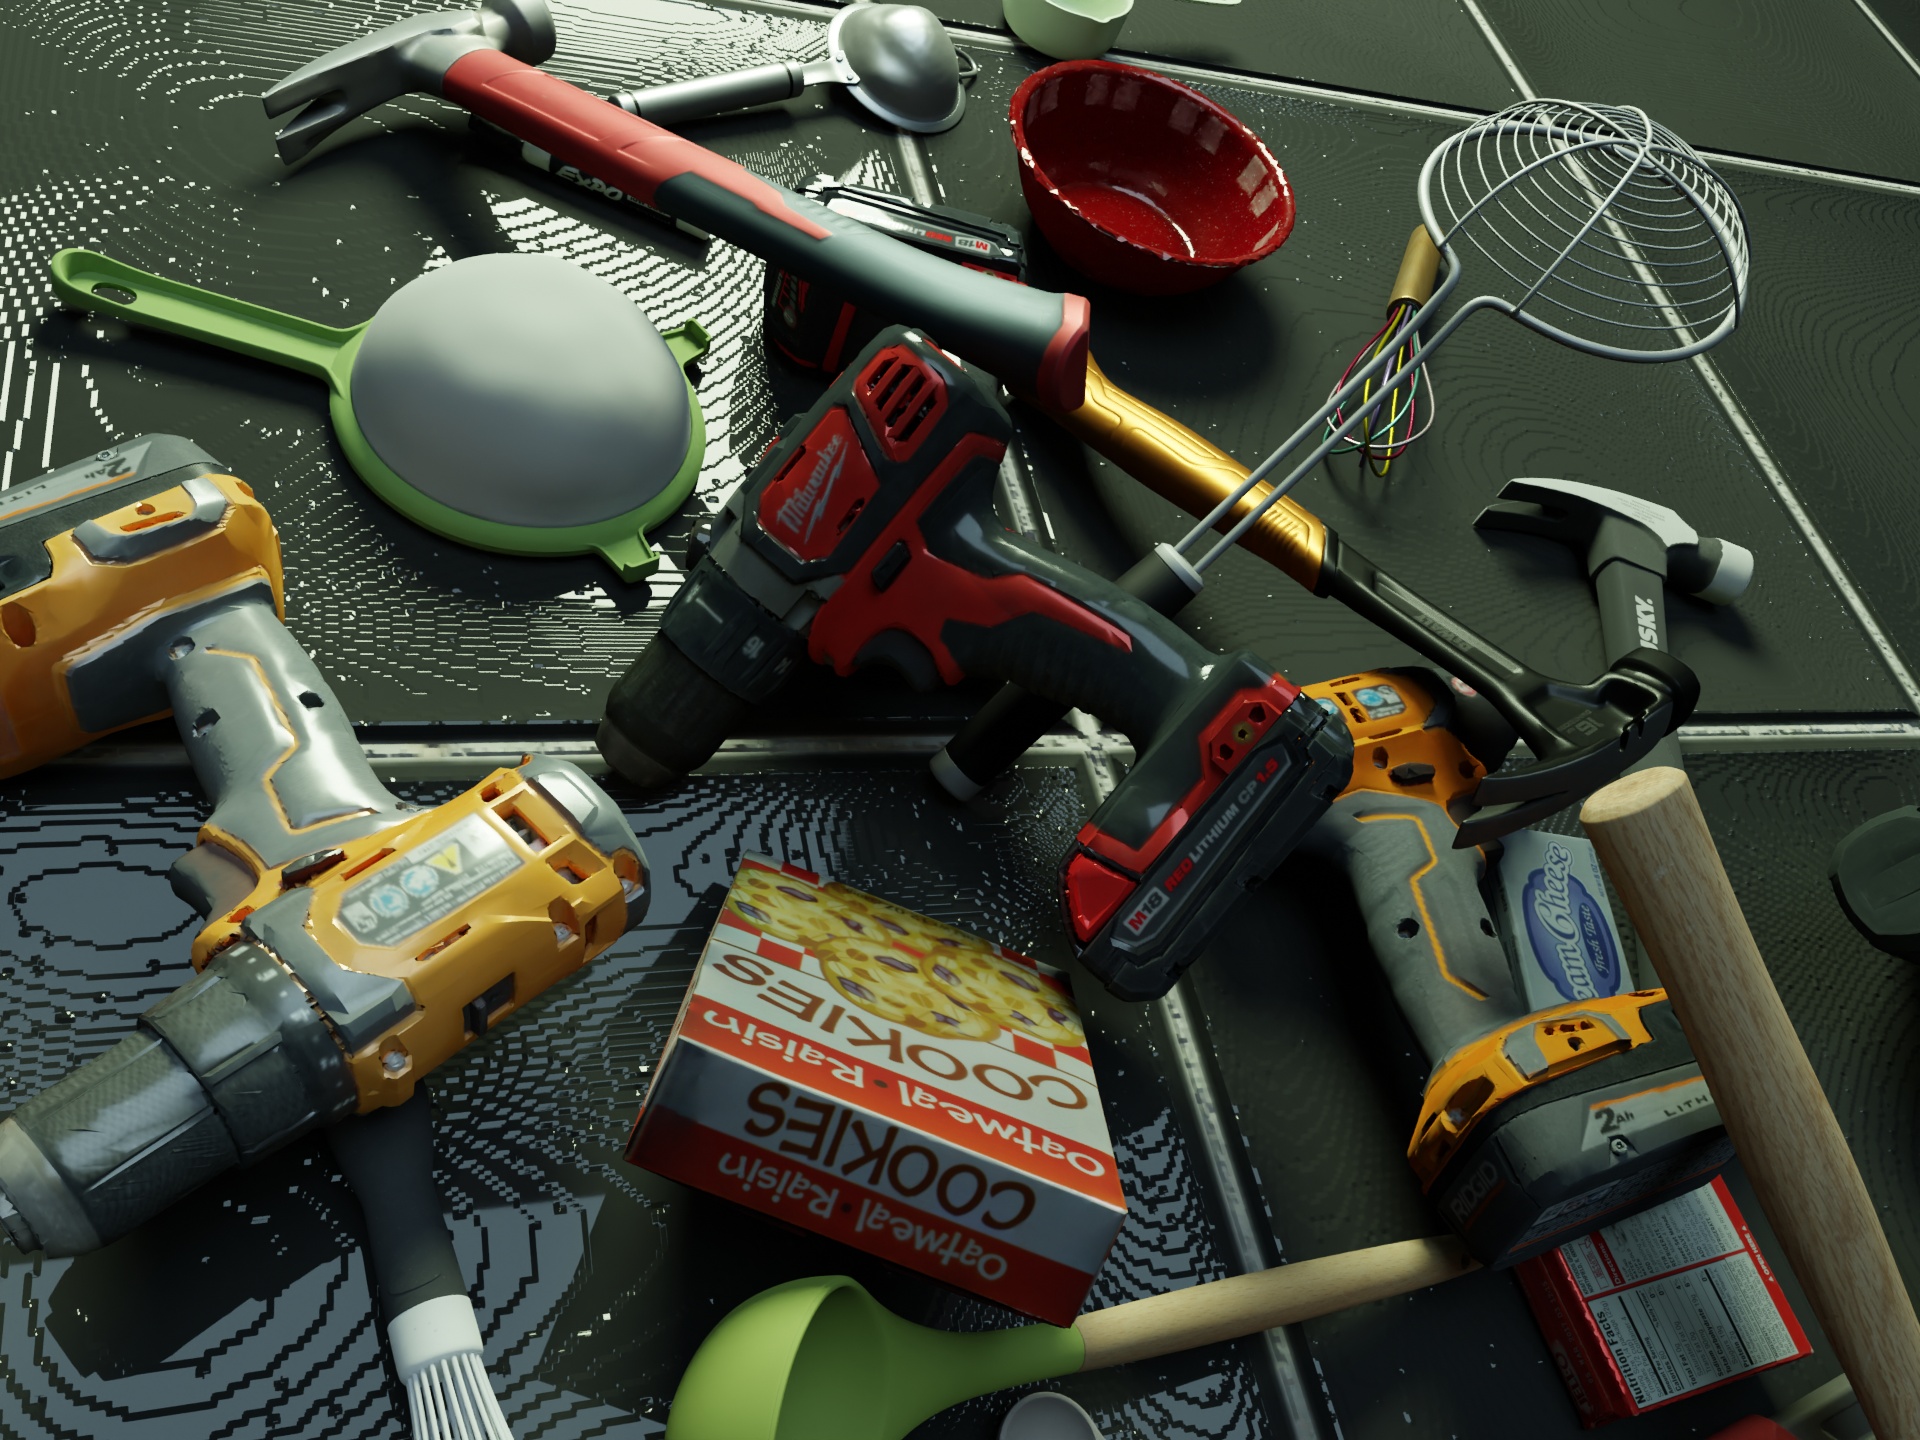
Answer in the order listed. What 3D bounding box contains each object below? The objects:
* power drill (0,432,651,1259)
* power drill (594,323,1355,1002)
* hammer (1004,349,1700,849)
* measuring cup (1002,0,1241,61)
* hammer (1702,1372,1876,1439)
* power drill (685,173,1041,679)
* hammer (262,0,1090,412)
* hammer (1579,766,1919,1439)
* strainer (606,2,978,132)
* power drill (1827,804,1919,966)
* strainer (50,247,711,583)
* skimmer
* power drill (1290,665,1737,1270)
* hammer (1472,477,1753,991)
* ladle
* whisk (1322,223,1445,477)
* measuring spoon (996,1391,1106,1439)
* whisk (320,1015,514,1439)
[{"bbox_3d":[-0.230,0.029,0.464,0.226,0.084,0.185,40,51,18],"label":"power drill"},{"bbox_3d":[-0.001,-0.002,0.551,0.227,0.080,0.188,41,95,8],"label":"power drill"},{"bbox_3d":[0.128,-0.076,0.664,0.127,0.034,0.337,-24,50,-31],"label":"hammer"},{"bbox_3d":[0.100,-0.436,0.978,0.167,0.038,0.083,-10,60,-30],"label":"measuring cup"},{"bbox_3d":[0.247,0.259,0.511,0.359,0.037,0.149,-15,88,-23],"label":"hammer"},{"bbox_3d":[-0.037,-0.122,0.672,0.143,0.078,0.220,10,56,-14],"label":"power drill"},{"bbox_3d":[-0.114,-0.208,0.643,0.387,0.038,0.143,32,56,26],"label":"hammer"},{"bbox_3d":[0.276,0.167,0.495,0.130,0.031,0.331,-28,95,-22],"label":"hammer"},{"bbox_3d":[-0.082,-0.337,0.833,0.258,0.050,0.087,-26,82,-30],"label":"strainer"},{"bbox_3d":[0.458,0.148,0.649,0.171,0.080,0.223,19,43,-43],"label":"power drill"},{"bbox_3d":[-0.221,-0.155,0.623,0.256,0.069,0.152,15,52,-13],"label":"strainer"},{"bbox_3d":[0.136,-0.093,0.609,0.127,0.363,0.090,51,11,20],"label":"skimmer"},{"bbox_3d":[0.197,0.069,0.597,0.164,0.084,0.227,-13,52,-20],"label":"power drill"},{"bbox_3d":[0.313,0.016,0.732,0.146,0.035,0.335,20,51,-8],"label":"hammer"},{"bbox_3d":[0.060,0.182,0.465,0.320,0.062,0.078,3,89,-35],"label":"ladle"},{"bbox_3d":[0.239,-0.208,0.868,0.047,0.051,0.245,43,44,-15],"label":"whisk"},{"bbox_3d":[0.064,0.238,0.488,0.124,0.018,0.034,22,50,-14],"label":"measuring spoon"},{"bbox_3d":[-0.129,0.193,0.417,0.070,0.070,0.285,-10,56,-27],"label":"whisk"}]
